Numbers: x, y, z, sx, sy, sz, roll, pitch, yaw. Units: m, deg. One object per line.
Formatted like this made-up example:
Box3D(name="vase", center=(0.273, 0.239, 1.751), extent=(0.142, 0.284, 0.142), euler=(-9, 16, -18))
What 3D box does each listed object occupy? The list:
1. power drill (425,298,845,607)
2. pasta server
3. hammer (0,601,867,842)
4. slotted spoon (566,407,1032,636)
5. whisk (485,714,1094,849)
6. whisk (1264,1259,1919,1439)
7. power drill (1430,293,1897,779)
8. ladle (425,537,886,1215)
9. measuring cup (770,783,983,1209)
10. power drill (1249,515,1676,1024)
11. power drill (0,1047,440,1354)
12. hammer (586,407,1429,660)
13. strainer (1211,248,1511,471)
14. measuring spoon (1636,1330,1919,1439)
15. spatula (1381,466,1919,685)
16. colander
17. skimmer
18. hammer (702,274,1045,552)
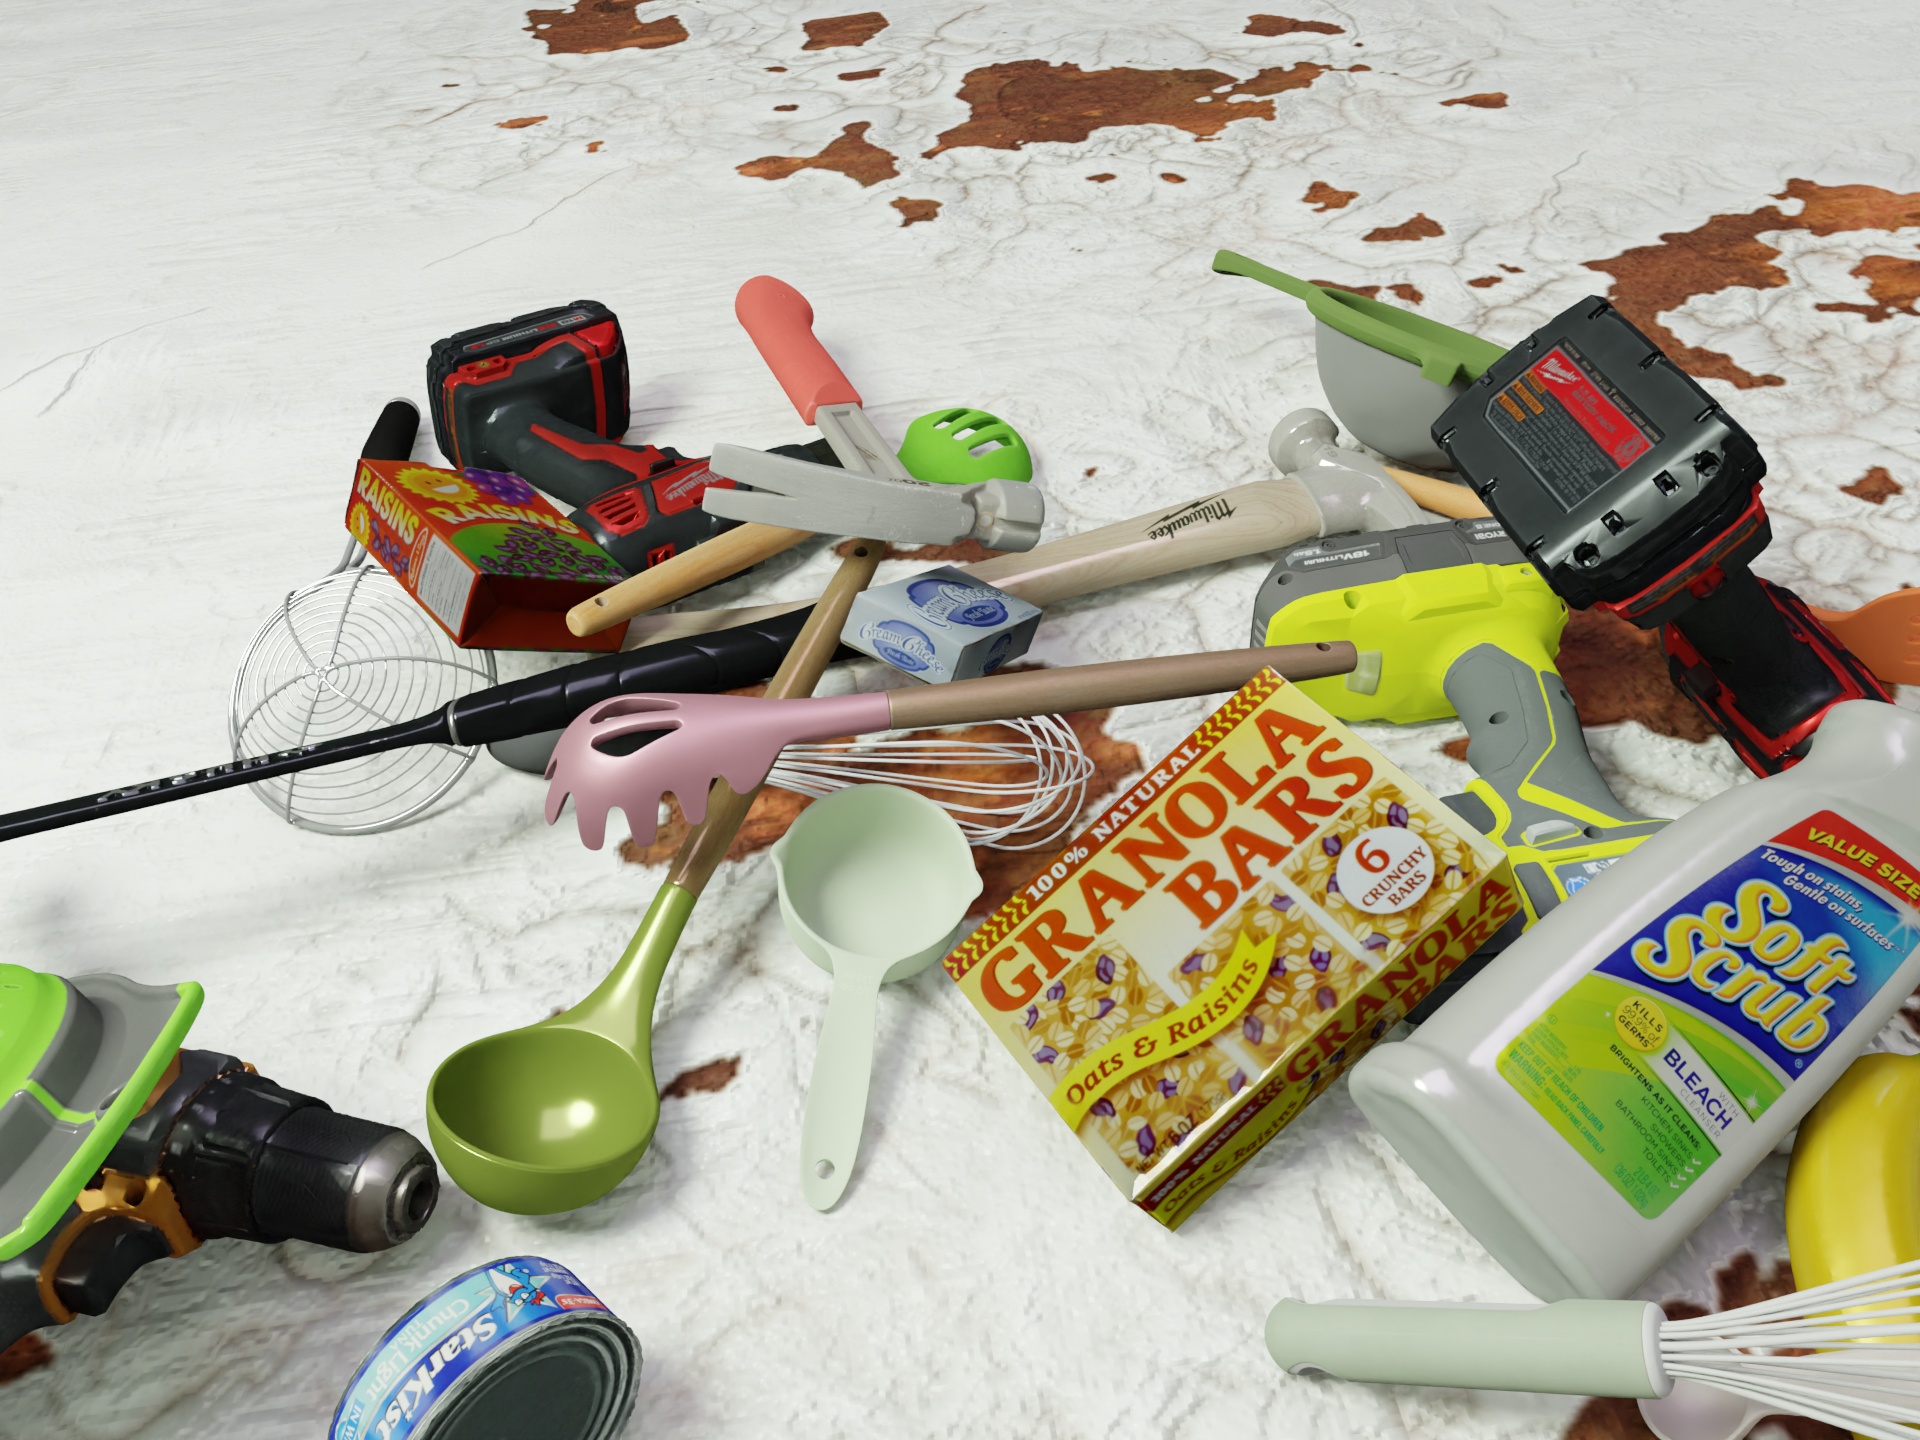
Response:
Box3D(name="power drill", center=(-0.167, -0.150, 0.872), extent=(0.188, 0.080, 0.227), euler=(-27, 48, -32))
Box3D(name="pasta server", center=(-0.001, -0.002, 0.608), extent=(0.316, 0.040, 0.060), euler=(-7, 49, -9))
Box3D(name="hammer", center=(-0.219, 0.004, 0.641), extent=(0.409, 0.036, 0.149), euler=(-15, 16, -22))
Box3D(name="slotted spoon", center=(-0.067, -0.103, 0.791), extent=(0.070, 0.031, 0.314), euler=(39, 45, 20))
Box3D(name="whisk", center=(-0.082, 0.015, 0.689), extent=(0.284, 0.070, 0.070), euler=(3, 41, 17))
Box3D(name="whisk", center=(0.195, 0.168, 0.425), extent=(0.246, 0.057, 0.059), euler=(-13, 57, 35))
Box3D(name="power drill", center=(0.285, -0.059, 0.627), extent=(0.078, 0.219, 0.143), euler=(-40, 38, 20))
Box3D(name="ladle", center=(-0.097, 0.039, 0.612), extent=(0.078, 0.062, 0.320), euler=(19, 60, 11))
Box3D(name="measuring cup", center=(-0.040, 0.104, 0.601), extent=(0.083, 0.038, 0.168), euler=(10, 59, -2))
Box3D(name="power drill", center=(0.200, 0.020, 0.634), extent=(0.171, 0.080, 0.223), euler=(-8, 44, -4))
Box3D(name="power drill", center=(-0.289, 0.194, 0.491), extent=(0.185, 0.084, 0.226), euler=(7, 38, 15))
Box3D(name="hammer", center=(0.026, -0.062, 0.778), extent=(0.410, 0.038, 0.146), euler=(-15, 43, -9))
Box3D(name="strainer", center=(0.215, -0.196, 0.876), extent=(0.151, 0.069, 0.257), euler=(2, 27, -36))
Box3D(name="measuring spoon", center=(0.251, 0.185, 0.438), extent=(0.124, 0.018, 0.034), euler=(-21, 43, 38))
Box3D(name="spatula", center=(0.340, -0.078, 0.751), extent=(0.323, 0.080, 0.041), euler=(28, 67, 39))
Box3D(name="colander", center=(-0.422, 0.143, 0.461), extent=(0.397, 0.094, 0.205), euler=(-22, 26, 12))
Box3D(name="skimmer", center=(-0.300, -0.076, 0.838), extent=(0.127, 0.090, 0.364), euler=(-20, 32, -1))
Box3D(name="hammer", center=(-0.082, -0.171, 0.816), extent=(0.149, 0.036, 0.359), euler=(5, 26, -21))
